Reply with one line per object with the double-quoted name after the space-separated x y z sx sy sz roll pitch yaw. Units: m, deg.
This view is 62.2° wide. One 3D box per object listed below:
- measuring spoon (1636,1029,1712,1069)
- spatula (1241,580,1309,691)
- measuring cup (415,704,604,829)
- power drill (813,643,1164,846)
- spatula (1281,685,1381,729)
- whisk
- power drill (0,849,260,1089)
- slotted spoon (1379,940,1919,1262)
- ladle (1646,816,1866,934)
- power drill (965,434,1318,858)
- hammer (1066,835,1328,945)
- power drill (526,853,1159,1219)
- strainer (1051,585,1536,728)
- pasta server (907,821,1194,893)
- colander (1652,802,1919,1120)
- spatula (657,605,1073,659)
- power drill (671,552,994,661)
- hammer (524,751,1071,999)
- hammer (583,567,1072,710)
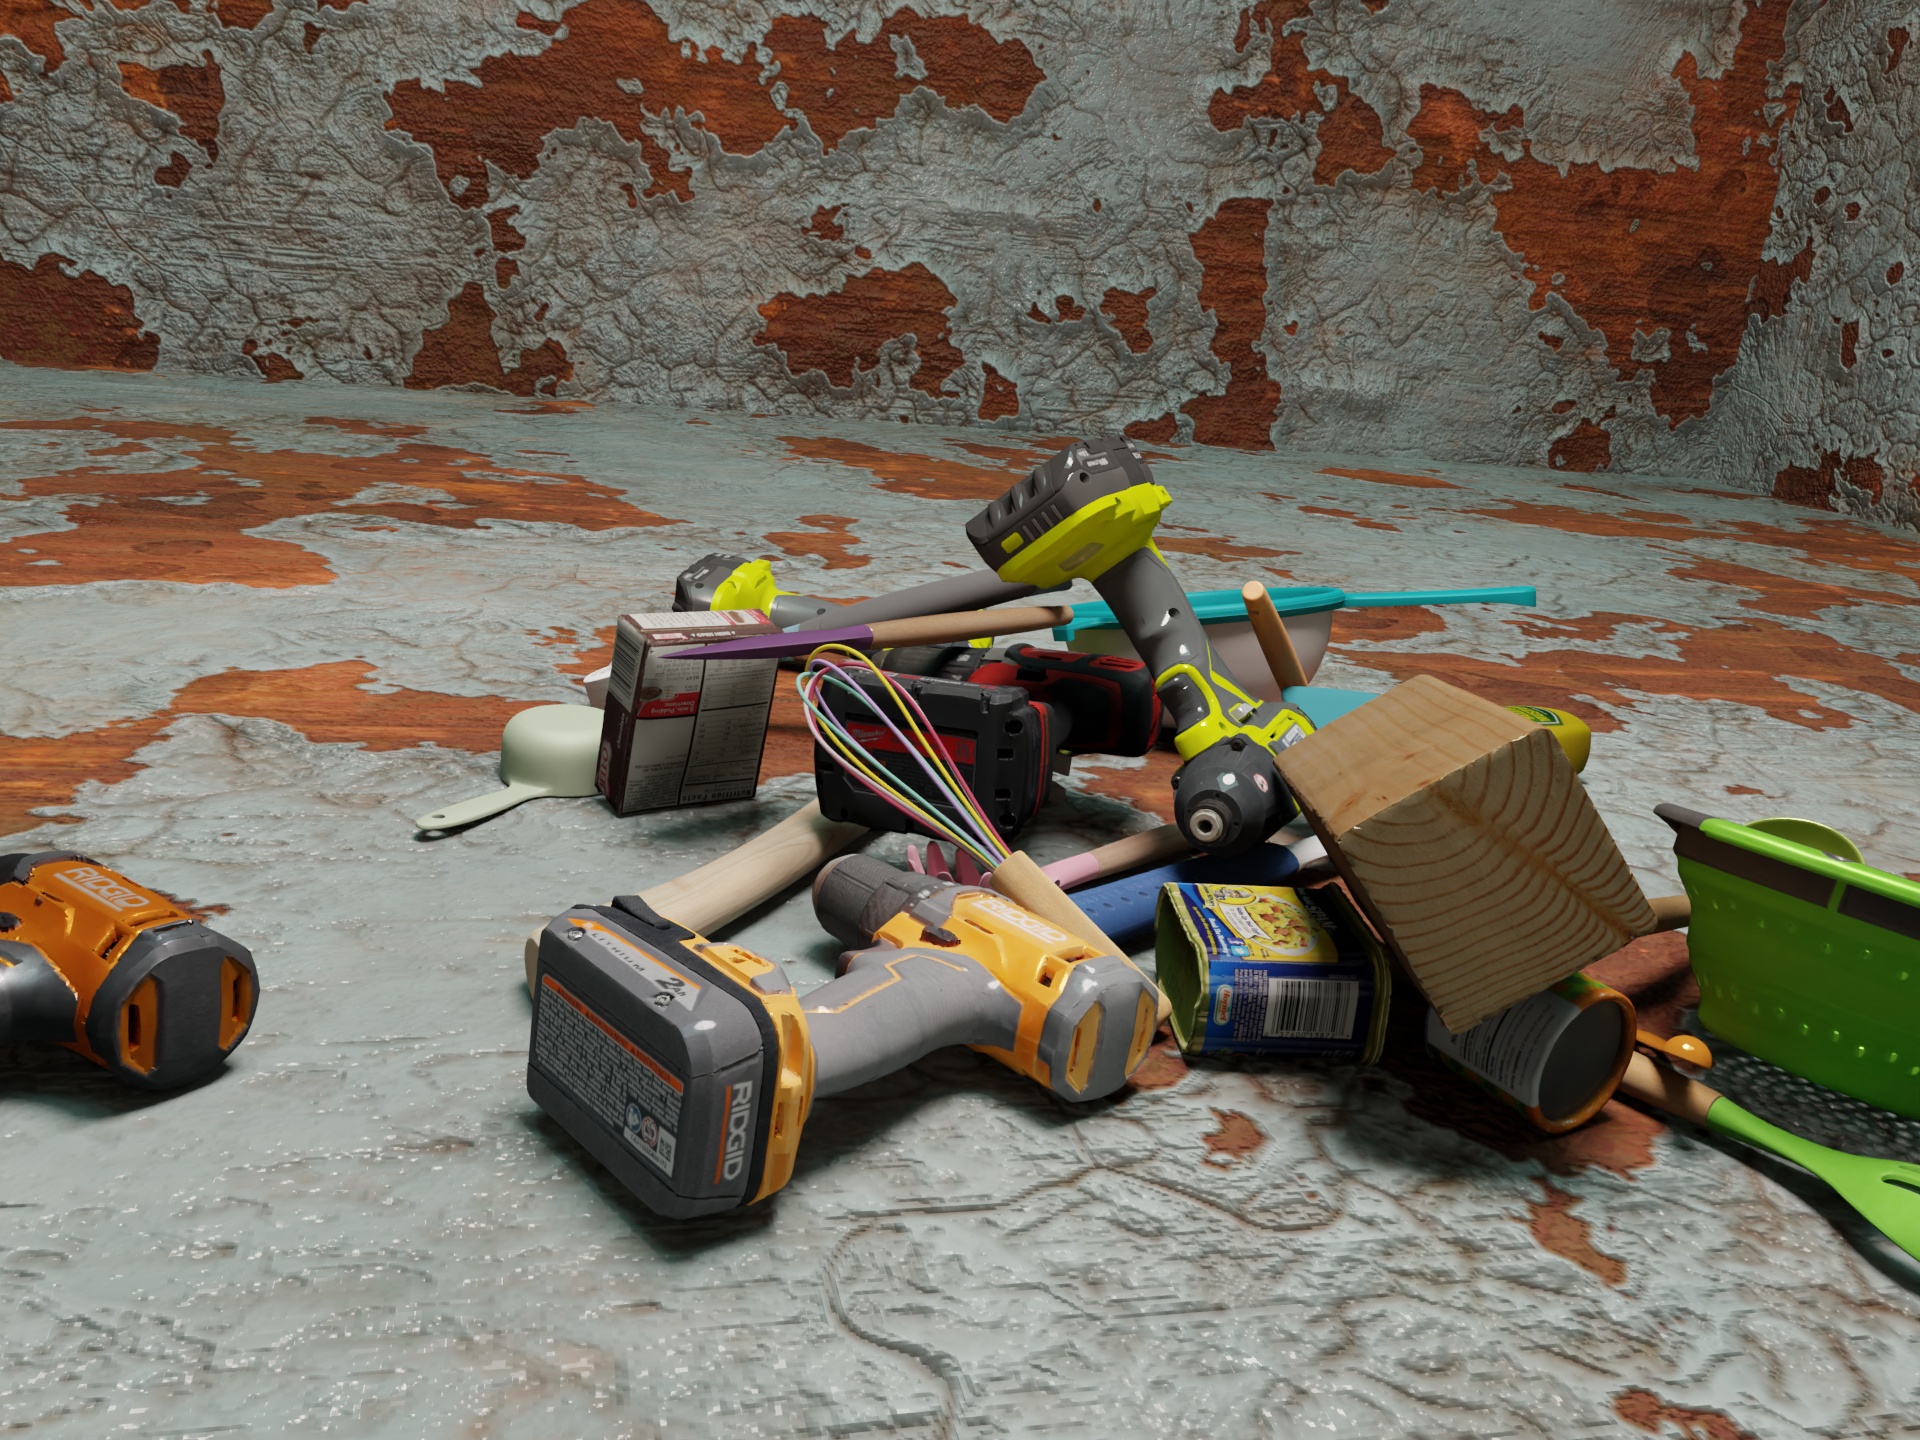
0.310 0.140 0.697 0.021 0.011 0.117 21 -1 15 "measuring spoon"
0.218 -0.021 1.014 0.081 0.041 0.322 11 -17 25 "spatula"
-0.250 0.025 0.901 0.083 0.038 0.167 12 16 19 "measuring cup"
-0.001 -0.003 0.899 0.188 0.080 0.226 8 13 22 "power drill"
0.254 0.062 0.834 0.082 0.044 0.318 6 22 -12 "spatula"
0.007 0.051 0.738 0.245 0.047 0.051 45 11 19 "whisk"
-0.393 0.098 0.555 0.164 0.084 0.226 16 16 33 "power drill"
0.298 0.157 0.683 0.070 0.031 0.314 -1 16 -39 "slotted spoon"
0.375 0.087 0.815 0.320 0.062 0.078 1 19 -43 "ladle"
0.105 -0.036 0.842 0.080 0.223 0.171 -35 -3 26 "power drill"
0.181 0.075 0.893 0.405 0.035 0.144 -10 24 -42 "hammer"
-0.058 0.107 0.640 0.226 0.084 0.185 -4 19 -43 "power drill"
0.235 -0.045 1.140 0.340 0.095 0.211 -2 7 9 "strainer"
0.089 0.068 0.880 0.060 0.040 0.316 15 18 40 "pasta server"
0.448 0.127 0.759 0.205 0.094 0.396 23 6 42 "colander"
-0.036 -0.051 0.925 0.060 0.018 0.315 -2 5 43 "spatula"
-0.092 -0.057 1.165 0.228 0.080 0.191 10 17 5 "power drill"
-0.075 0.065 0.838 0.146 0.038 0.410 14 19 20 "hammer"
-0.089 -0.058 1.038 0.331 0.033 0.128 -15 12 7 "hammer"
